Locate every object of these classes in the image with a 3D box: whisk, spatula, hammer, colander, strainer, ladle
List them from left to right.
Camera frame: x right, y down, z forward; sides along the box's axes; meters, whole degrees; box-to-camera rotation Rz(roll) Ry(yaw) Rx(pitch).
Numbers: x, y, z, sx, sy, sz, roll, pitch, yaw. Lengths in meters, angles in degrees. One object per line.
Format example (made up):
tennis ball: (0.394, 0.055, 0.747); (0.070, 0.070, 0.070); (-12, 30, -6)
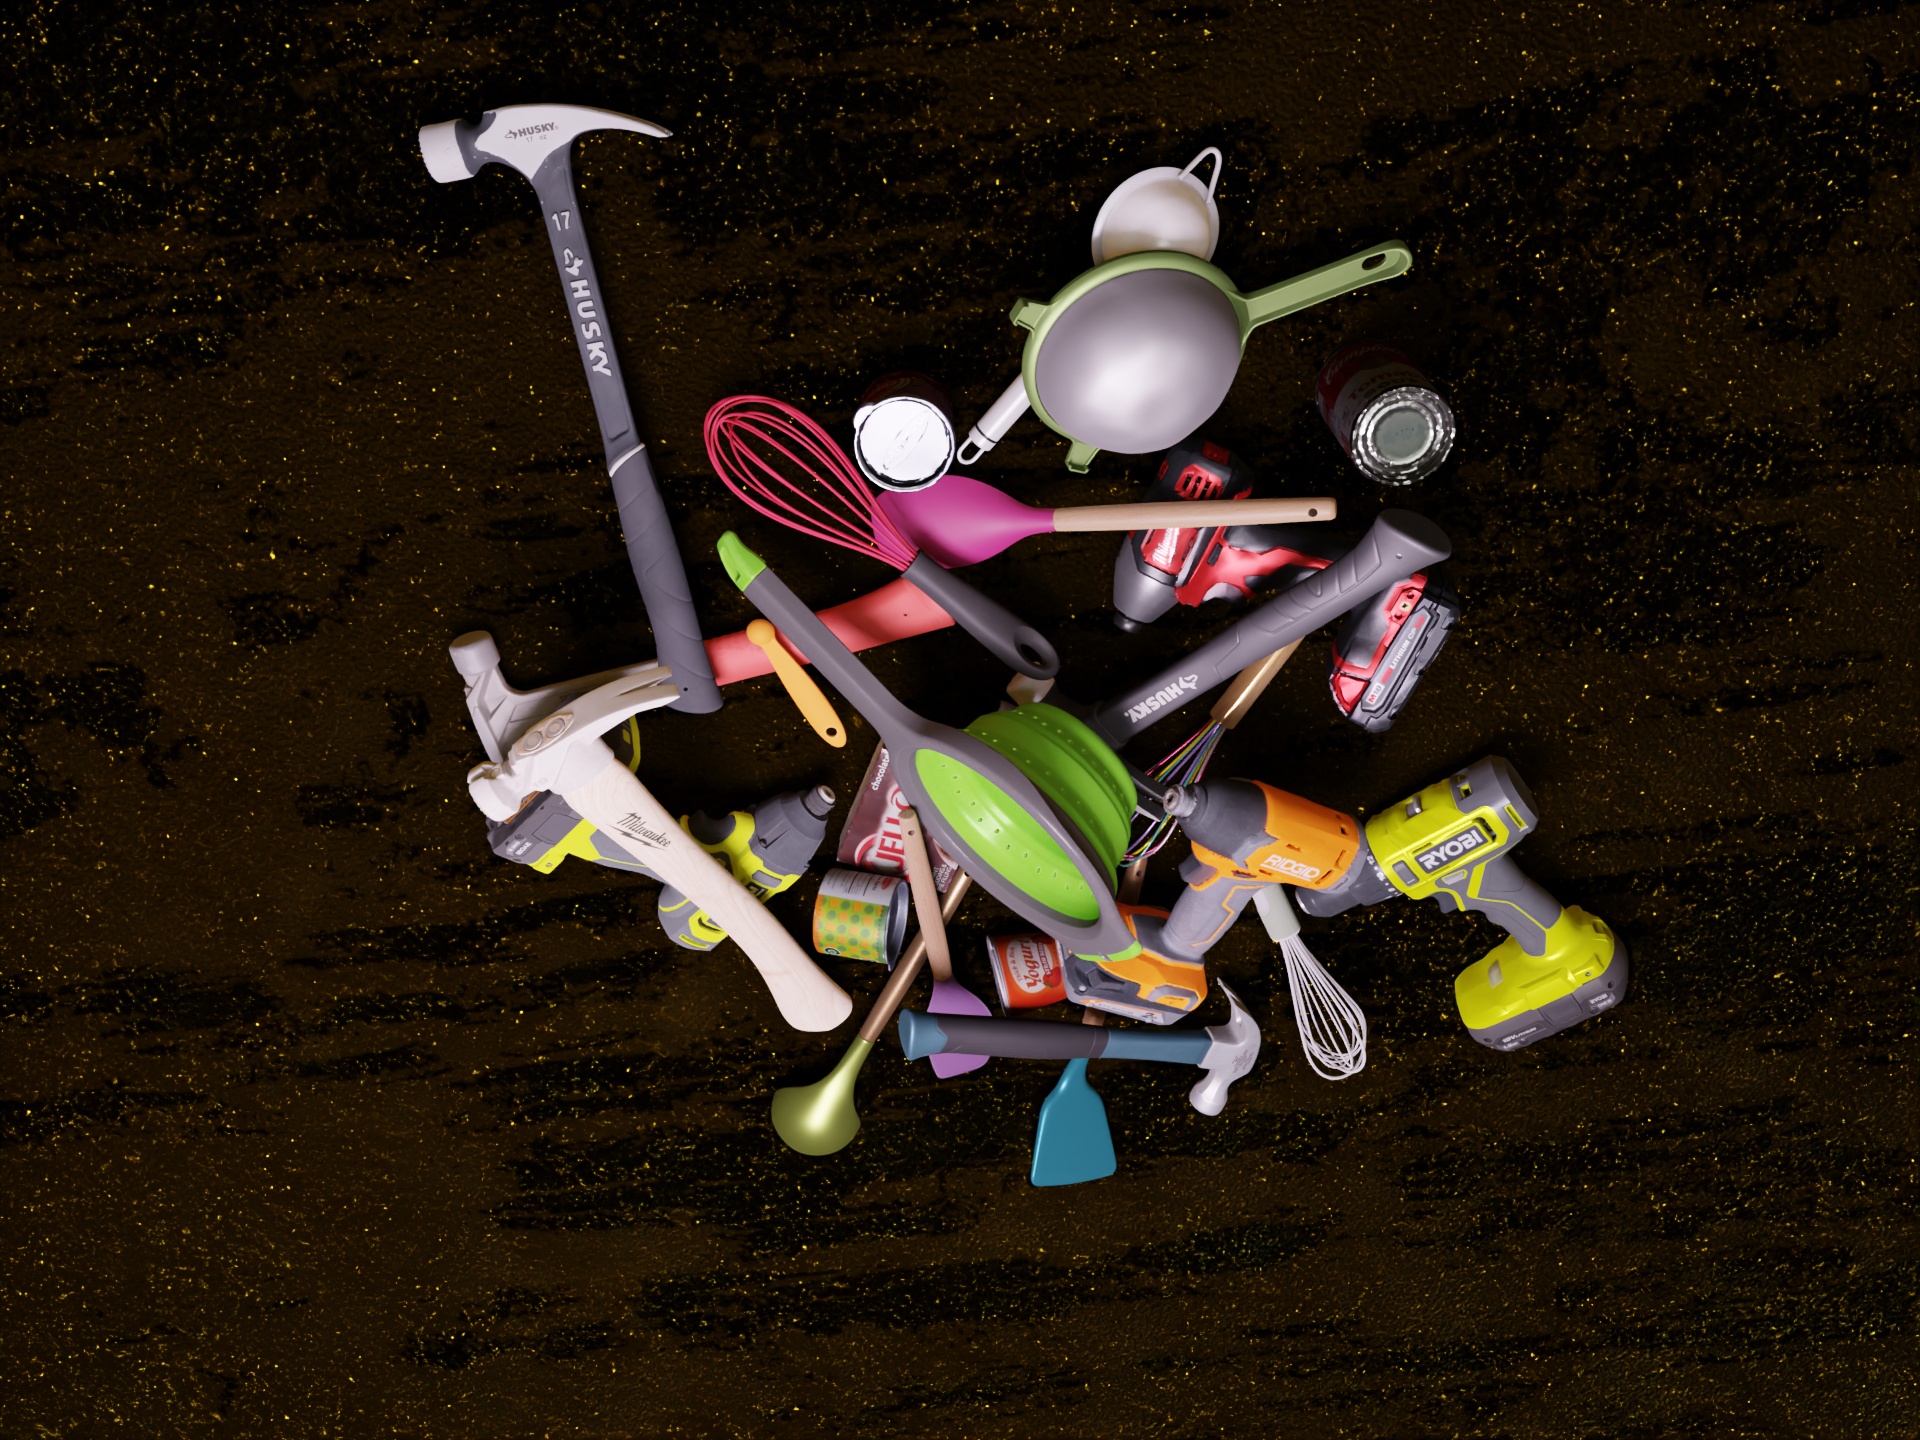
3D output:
hammer: (-0.219, -0.192, 1.044); (0.149, 0.036, 0.408); (-11, 113, 2)
hammer: (-0.178, -0.033, 1.153); (0.359, 0.037, 0.149); (-13, 119, 6)
hammer: (-0.171, 0.117, 1.145); (0.146, 0.038, 0.410); (-31, 138, 3)
ladle: (-0.064, 0.233, 1.308); (0.078, 0.062, 0.320); (27, 108, -9)
whisk: (-0.050, -0.118, 1.078); (0.295, 0.073, 0.073); (36, 112, -13)
spatula: (-0.015, 0.183, 1.255); (0.060, 0.018, 0.315); (-16, 132, -6)
colander: (-0.002, -0.004, 1.098); (0.397, 0.204, 0.094); (46, 70, -6)
hammer: (0.100, 0.257, 1.269); (0.330, 0.033, 0.128); (9, 120, -27)
strainer: (0.084, -0.259, 1.035); (0.086, 0.050, 0.258); (28, 119, -32)
spatula: (0.117, 0.248, 1.312); (0.082, 0.044, 0.317); (-1, 119, -23)
whisk: (0.180, 0.017, 1.187); (0.047, 0.051, 0.245); (31, 111, -11)
strainer: (0.168, -0.235, 1.005); (0.256, 0.069, 0.151); (-20, 141, 8)
hammer: (0.185, -0.042, 1.064); (0.146, 0.035, 0.334); (46, 134, -11)
whisk: (0.258, 0.174, 1.247); (0.059, 0.058, 0.246); (-31, 100, -22)

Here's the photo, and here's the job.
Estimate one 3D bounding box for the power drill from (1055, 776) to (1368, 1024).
power drill: (0.165, 0.126, 1.167); (0.164, 0.084, 0.226); (20, 130, -29)

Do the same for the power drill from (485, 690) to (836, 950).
power drill: (-0.214, 0.073, 1.163); (0.171, 0.080, 0.223); (-42, 132, 21)

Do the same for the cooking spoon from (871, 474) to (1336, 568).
cooking spoon: (0.089, -0.136, 1.064); (0.319, 0.017, 0.068); (0, 116, 19)

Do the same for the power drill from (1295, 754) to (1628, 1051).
power drill: (0.395, 0.152, 1.247); (0.190, 0.080, 0.228); (-33, 112, 25)

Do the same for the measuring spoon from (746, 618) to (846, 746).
measuring spoon: (-0.115, -0.024, 1.131); (0.021, 0.011, 0.116); (-27, 116, 14)

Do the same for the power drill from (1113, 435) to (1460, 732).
power drill: (0.216, -0.088, 1.095); (0.219, 0.078, 0.143); (27, 115, 0)
